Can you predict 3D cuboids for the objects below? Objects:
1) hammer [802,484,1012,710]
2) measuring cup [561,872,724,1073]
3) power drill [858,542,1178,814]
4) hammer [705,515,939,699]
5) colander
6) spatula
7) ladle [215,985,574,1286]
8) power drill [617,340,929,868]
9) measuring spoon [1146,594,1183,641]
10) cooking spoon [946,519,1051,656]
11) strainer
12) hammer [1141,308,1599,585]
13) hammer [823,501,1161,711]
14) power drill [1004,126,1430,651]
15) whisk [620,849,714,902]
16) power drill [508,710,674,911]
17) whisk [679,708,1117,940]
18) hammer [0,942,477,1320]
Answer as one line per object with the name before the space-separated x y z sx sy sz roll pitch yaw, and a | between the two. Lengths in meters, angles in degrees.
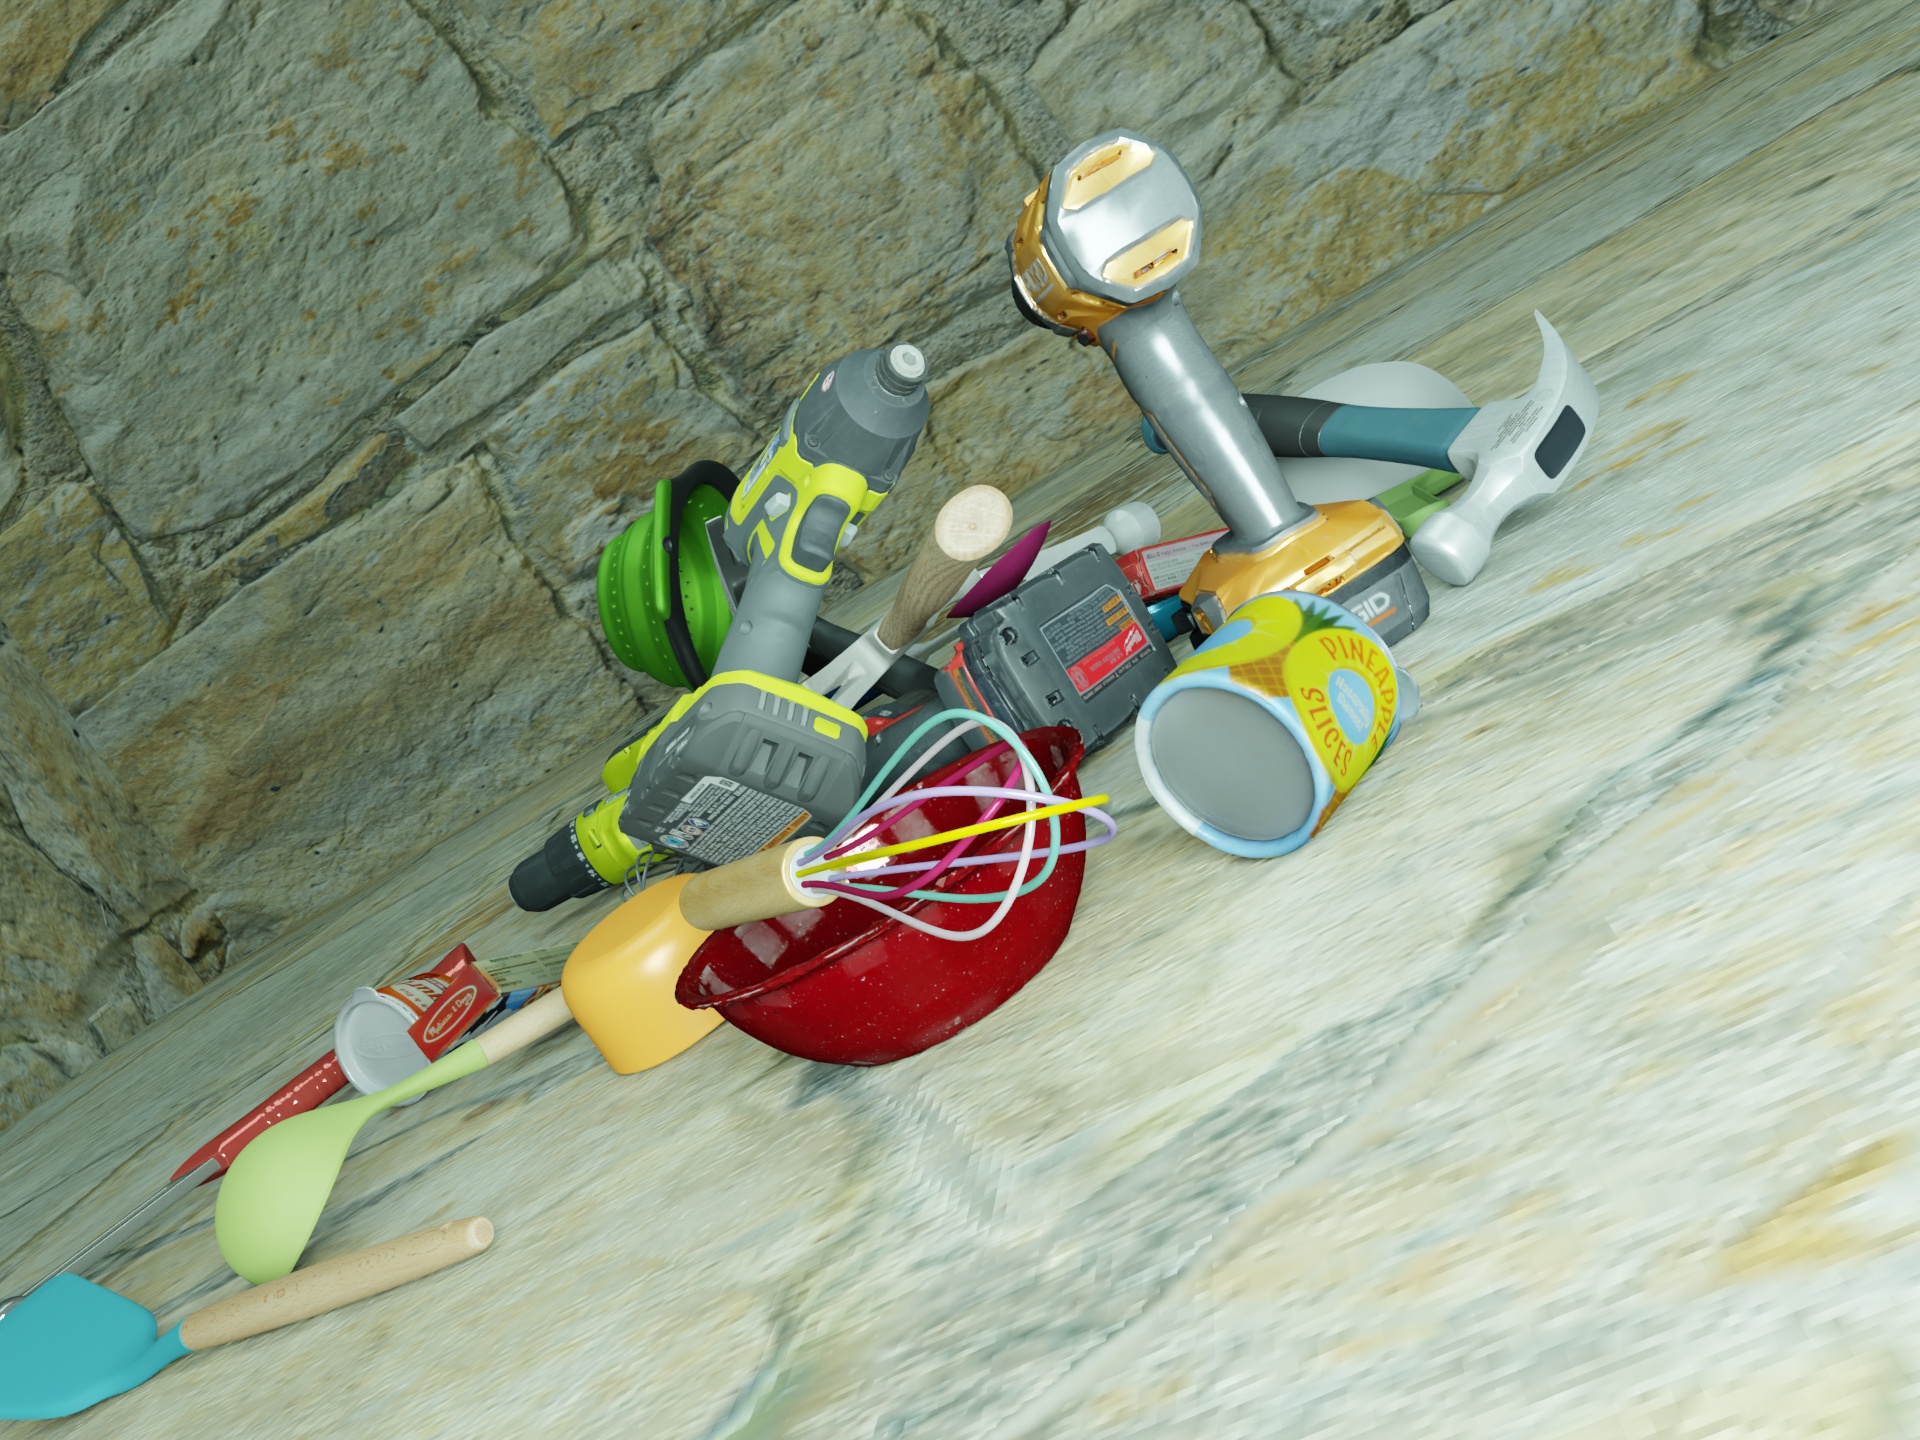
hammer | -0.020 -0.064 0.815 0.130 0.031 0.331 -45 2 -10
measuring cup | -0.132 0.093 0.743 0.095 0.052 0.174 -31 17 11
power drill | -0.001 -0.003 0.814 0.226 0.080 0.188 -29 3 39
hammer | -0.086 -0.056 1.091 0.035 0.146 0.335 -28 27 -21
colander | -0.199 -0.079 1.330 0.094 0.205 0.396 -6 -15 16
spatula | -0.301 0.234 0.640 0.317 0.044 0.082 -25 14 29
ladle | -0.202 0.157 0.767 0.320 0.062 0.078 -30 2 -33
power drill | -0.075 -0.054 0.717 0.171 0.080 0.223 -39 34 55
measuring spoon | 0.148 -0.069 0.868 0.128 0.021 0.042 -22 6 6
cooking spoon | 0.013 -0.056 0.905 0.069 0.017 0.319 -43 -3 -9
strainer | 0.211 -0.142 0.826 0.151 0.069 0.256 -24 11 11
hammer | 0.178 -0.142 0.782 0.128 0.033 0.331 -49 24 -5
hammer | -0.031 -0.050 1.162 0.144 0.035 0.405 -28 0 -40
power drill | 0.092 -0.128 0.680 0.084 0.226 0.185 -32 9 -2
whisk | -0.162 0.086 0.963 0.055 0.055 0.239 -31 6 4
power drill | -0.248 0.065 1.257 0.190 0.080 0.229 -29 12 10
whisk | -0.037 0.040 0.457 0.047 0.051 0.245 -44 11 -29
hammer | -0.450 0.261 1.006 0.149 0.036 0.359 -21 15 49
